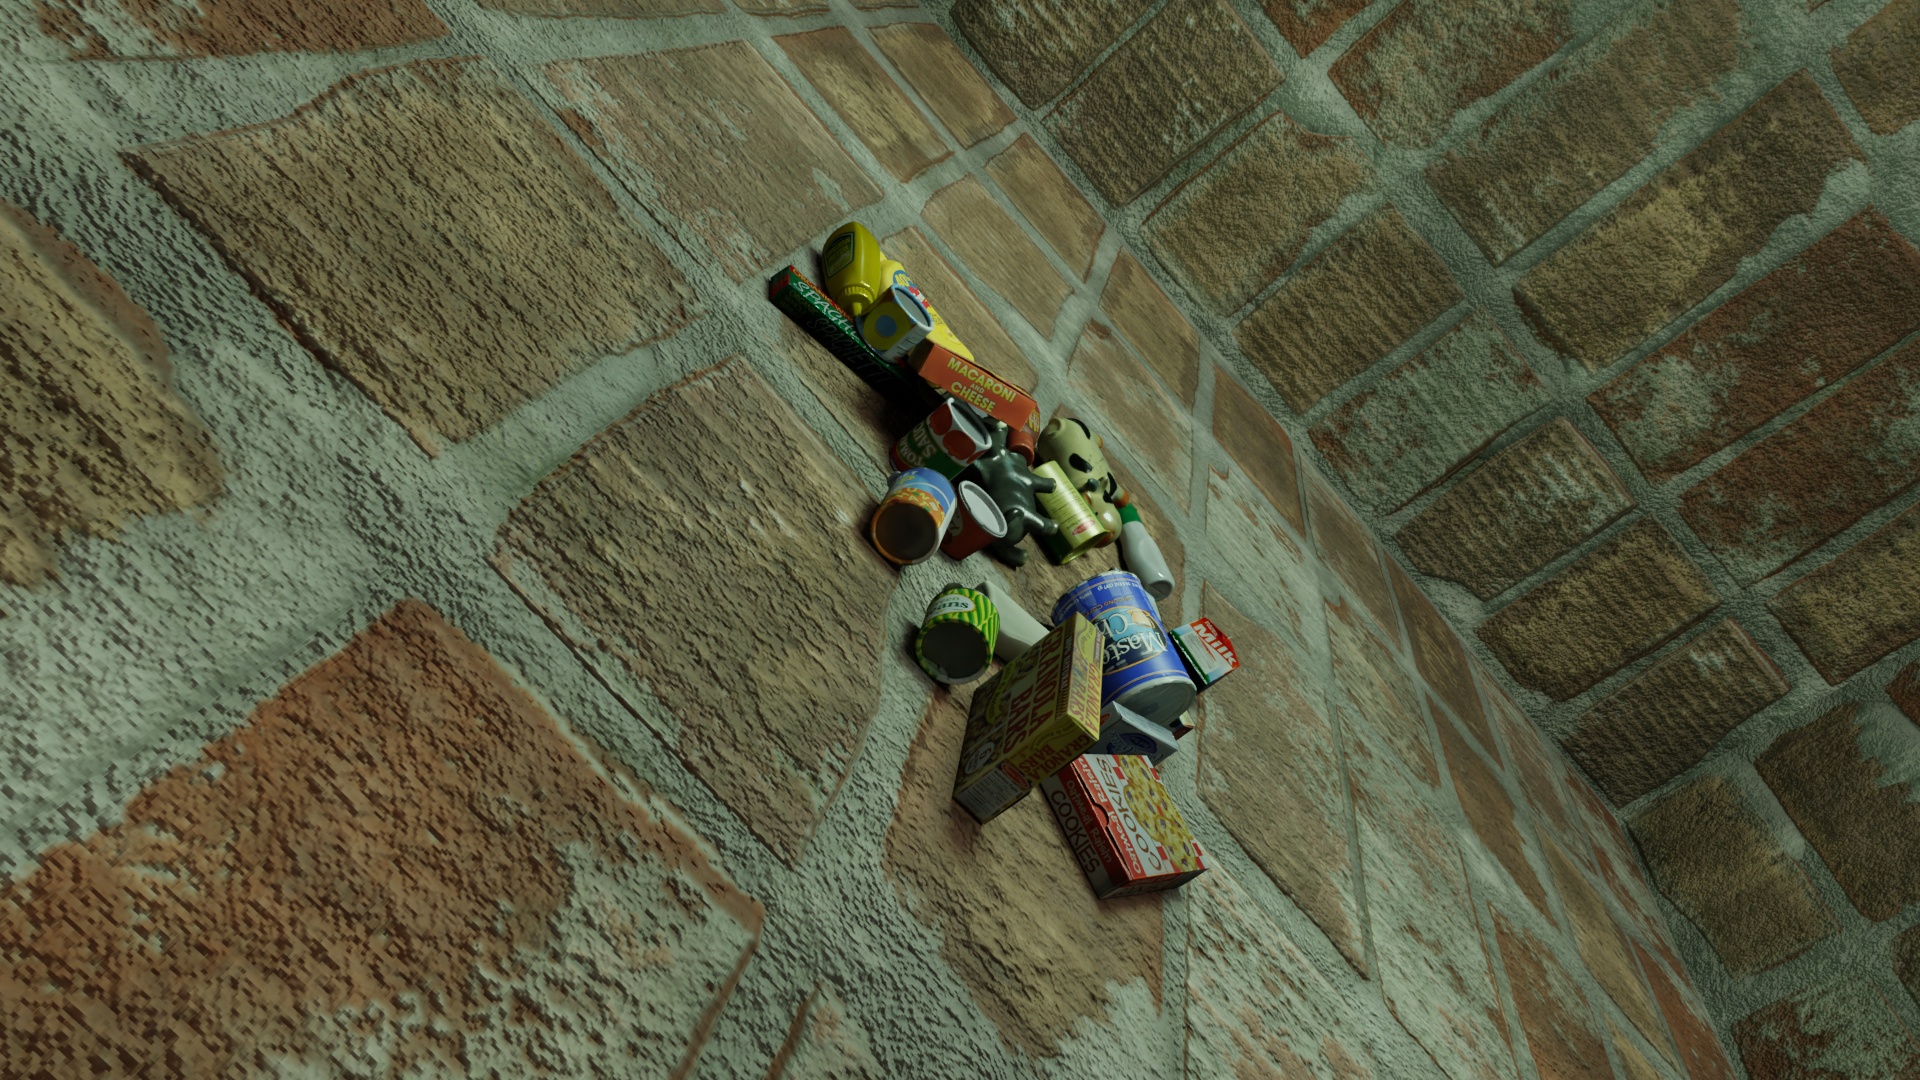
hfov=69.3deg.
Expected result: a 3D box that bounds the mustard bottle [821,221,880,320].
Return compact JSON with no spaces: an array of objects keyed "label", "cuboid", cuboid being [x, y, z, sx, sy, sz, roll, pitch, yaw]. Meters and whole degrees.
[{"label":"mustard bottle","cuboid":[-0.121,-0.294,1.564,0.048,0.065,0.161,38,29,-38]}]

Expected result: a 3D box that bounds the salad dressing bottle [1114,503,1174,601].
[{"label":"salad dressing bottle","cuboid":[0.231,0.013,1.793,0.064,0.044,0.148,31,28,-38]}]

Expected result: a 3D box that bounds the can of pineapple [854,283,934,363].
[{"label":"can of pineapple","cuboid":[-0.072,-0.234,1.488,0.071,0.057,0.071,42,22,-21]}]

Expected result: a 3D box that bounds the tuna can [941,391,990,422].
[{"label":"tuna can","cuboid":[0.009,-0.155,1.635,0.071,0.032,0.071,42,24,-23]}]

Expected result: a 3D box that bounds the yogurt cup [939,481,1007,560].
[{"label":"yogurt cup","cuboid":[0.005,-0.017,1.381,0.072,0.053,0.073,42,23,-22]}]

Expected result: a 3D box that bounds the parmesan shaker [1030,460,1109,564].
[{"label":"parmesan shaker","cuboid":[0.115,-0.034,1.603,0.103,0.071,0.071,56,22,13]}]

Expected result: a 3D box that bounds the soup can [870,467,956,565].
[{"label":"soup can","cuboid":[-0.045,-0.024,1.279,0.071,0.071,0.084,47,22,-11]}]

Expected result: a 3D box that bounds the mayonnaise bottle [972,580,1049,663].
[{"label":"mayonnaise bottle","cuboid":[0.065,0.102,1.329,0.148,0.041,0.065,41,25,-26]}]

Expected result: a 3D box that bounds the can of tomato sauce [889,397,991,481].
[{"label":"can of tomato sauce","cuboid":[-0.021,-0.096,1.415,0.071,0.083,0.071,42,23,-22]}]

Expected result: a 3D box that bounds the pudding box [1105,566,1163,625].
[{"label":"pudding box","cuboid":[0.202,0.073,1.656,0.083,0.030,0.050,35,27,-34]}]

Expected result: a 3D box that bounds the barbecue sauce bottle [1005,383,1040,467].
[{"label":"barbecue sauce bottle","cuboid":[0.071,-0.137,1.714,0.065,0.043,0.149,43,23,-22]}]

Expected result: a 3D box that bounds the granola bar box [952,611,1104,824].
[{"label":"granola bar box","cuboid":[0.060,0.143,1.141,0.039,0.124,0.166,45,23,-13]}]

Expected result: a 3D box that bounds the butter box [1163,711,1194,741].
[{"label":"butter box","cuboid":[0.203,0.169,1.476,0.024,0.053,0.104,23,34,-46]}]

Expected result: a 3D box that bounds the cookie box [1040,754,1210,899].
[{"label":"cookie box","cuboid":[0.149,0.254,1.252,0.167,0.040,0.123,15,41,-56]}]

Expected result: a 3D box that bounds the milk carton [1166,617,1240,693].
[{"label":"milk carton","cuboid":[0.264,0.142,1.613,0.073,0.072,0.191,56,23,12]}]

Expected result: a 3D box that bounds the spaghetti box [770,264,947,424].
[{"label":"spaghetti box","cuboid":[-0.104,-0.201,1.494,0.249,0.028,0.050,39,24,-28]}]

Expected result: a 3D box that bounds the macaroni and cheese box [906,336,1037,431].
[{"label":"macaroni and cheese box","cuboid":[0.009,-0.171,1.485,0.124,0.040,0.167,28,7,-11]}]

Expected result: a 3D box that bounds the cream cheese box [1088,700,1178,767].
[{"label":"cream cheese box","cuboid":[0.163,0.195,1.356,0.103,0.053,0.024,31,27,-41]}]

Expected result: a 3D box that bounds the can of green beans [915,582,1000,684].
[{"label":"can of green beans","cuboid":[-0.002,0.082,1.194,0.071,0.071,0.058,46,22,-12]}]
